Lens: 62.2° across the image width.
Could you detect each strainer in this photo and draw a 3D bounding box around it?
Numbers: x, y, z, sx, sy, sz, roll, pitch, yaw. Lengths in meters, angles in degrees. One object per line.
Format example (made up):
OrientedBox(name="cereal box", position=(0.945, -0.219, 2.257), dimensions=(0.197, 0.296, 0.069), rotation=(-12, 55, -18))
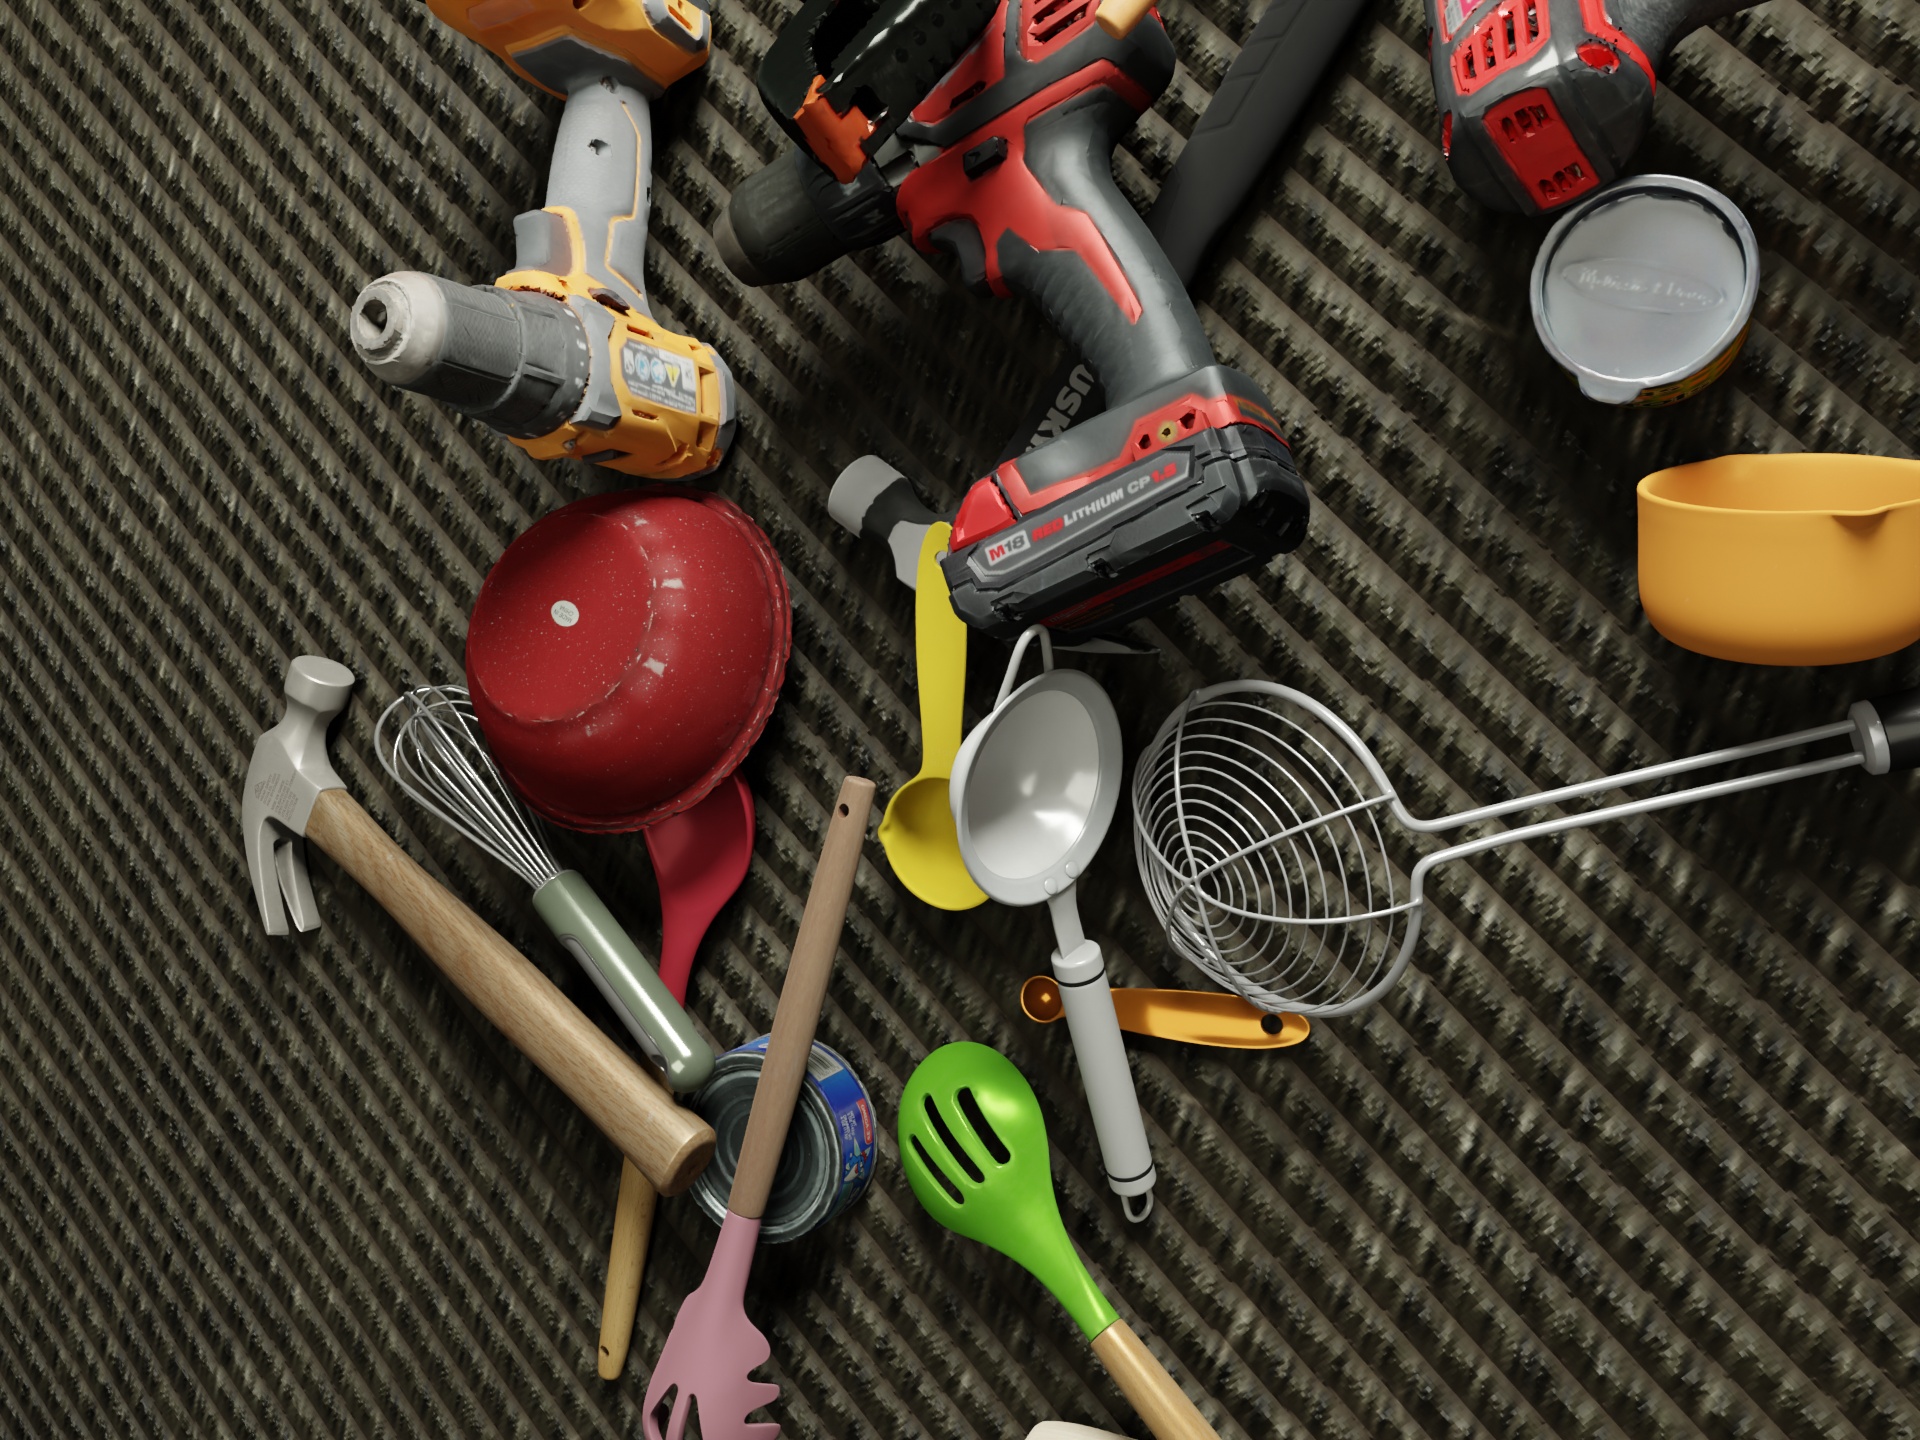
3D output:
OrientedBox(name="strainer", position=(0.039, 0.083, 0.590), dimensions=(0.050, 0.087, 0.258), rotation=(8, 121, 47))

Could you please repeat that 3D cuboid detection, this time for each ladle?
OrientedBox(name="ladle", position=(-0.136, 0.156, 0.721), dimensions=(0.069, 0.031, 0.315), rotation=(17, 102, 33))

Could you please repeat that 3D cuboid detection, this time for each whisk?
OrientedBox(name="whisk", position=(-0.186, 0.070, 0.712), dimensions=(0.246, 0.059, 0.057), rotation=(47, 148, 23))

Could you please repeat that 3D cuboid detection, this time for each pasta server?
OrientedBox(name="pasta server", position=(-0.078, 0.175, 0.658), dimensions=(0.060, 0.040, 0.316), rotation=(18, 96, 23))

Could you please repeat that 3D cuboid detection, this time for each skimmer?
OrientedBox(name="skimmer", position=(0.233, 0.016, 0.539), dimensions=(0.363, 0.090, 0.127), rotation=(-15, 94, 15))

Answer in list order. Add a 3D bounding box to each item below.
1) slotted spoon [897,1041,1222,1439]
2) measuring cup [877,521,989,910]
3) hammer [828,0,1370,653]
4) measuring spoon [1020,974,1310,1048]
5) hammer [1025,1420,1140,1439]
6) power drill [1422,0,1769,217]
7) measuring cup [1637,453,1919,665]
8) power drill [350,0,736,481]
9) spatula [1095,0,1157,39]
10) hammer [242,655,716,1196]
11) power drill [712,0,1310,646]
OrientedBox(name="slotted spoon", position=(0.073, 0.250, 0.598), dimensions=(0.070, 0.031, 0.314), rotation=(-48, 65, 14))
OrientedBox(name="measuring cup", position=(-0.001, -0.002, 0.636), dimensions=(0.062, 0.029, 0.156), rotation=(6, 104, 28))
OrientedBox(name="hammer", position=(0.085, -0.178, 0.595), dimensions=(0.146, 0.035, 0.334), rotation=(38, 107, 19))
OrientedBox(name="measuring spoon", position=(0.080, 0.115, 0.629), dimensions=(0.117, 0.011, 0.021), rotation=(3, 94, 21))
OrientedBox(name="hammer", position=(0.204, 0.297, 0.565), dimensions=(0.410, 0.038, 0.146), rotation=(-11, 89, 26))
OrientedBox(name="power drill", position=(0.242, -0.253, 0.468), dimensions=(0.219, 0.078, 0.143), rotation=(-21, 49, 35))
OrientedBox(name="measuring cup", position=(0.298, -0.052, 0.488), dimensions=(0.173, 0.095, 0.052), rotation=(-3, 109, 4))
OrientedBox(name="power drill", position=(-0.166, -0.216, 0.630), dimensions=(0.084, 0.185, 0.226), rotation=(-5, 88, 27))
OrientedBox(name="spatula", position=(0.154, -0.345, 0.509), dimensions=(0.081, 0.041, 0.322), rotation=(42, 95, 17))
OrientedBox(name="hammer", position=(-0.235, 0.106, 0.743), dimensions=(0.331, 0.031, 0.130), rotation=(35, 109, 27))
OrientedBox(name="power drill", position=(0.011, -0.142, 0.572), dimensions=(0.188, 0.080, 0.227), rotation=(-23, 77, 25))
